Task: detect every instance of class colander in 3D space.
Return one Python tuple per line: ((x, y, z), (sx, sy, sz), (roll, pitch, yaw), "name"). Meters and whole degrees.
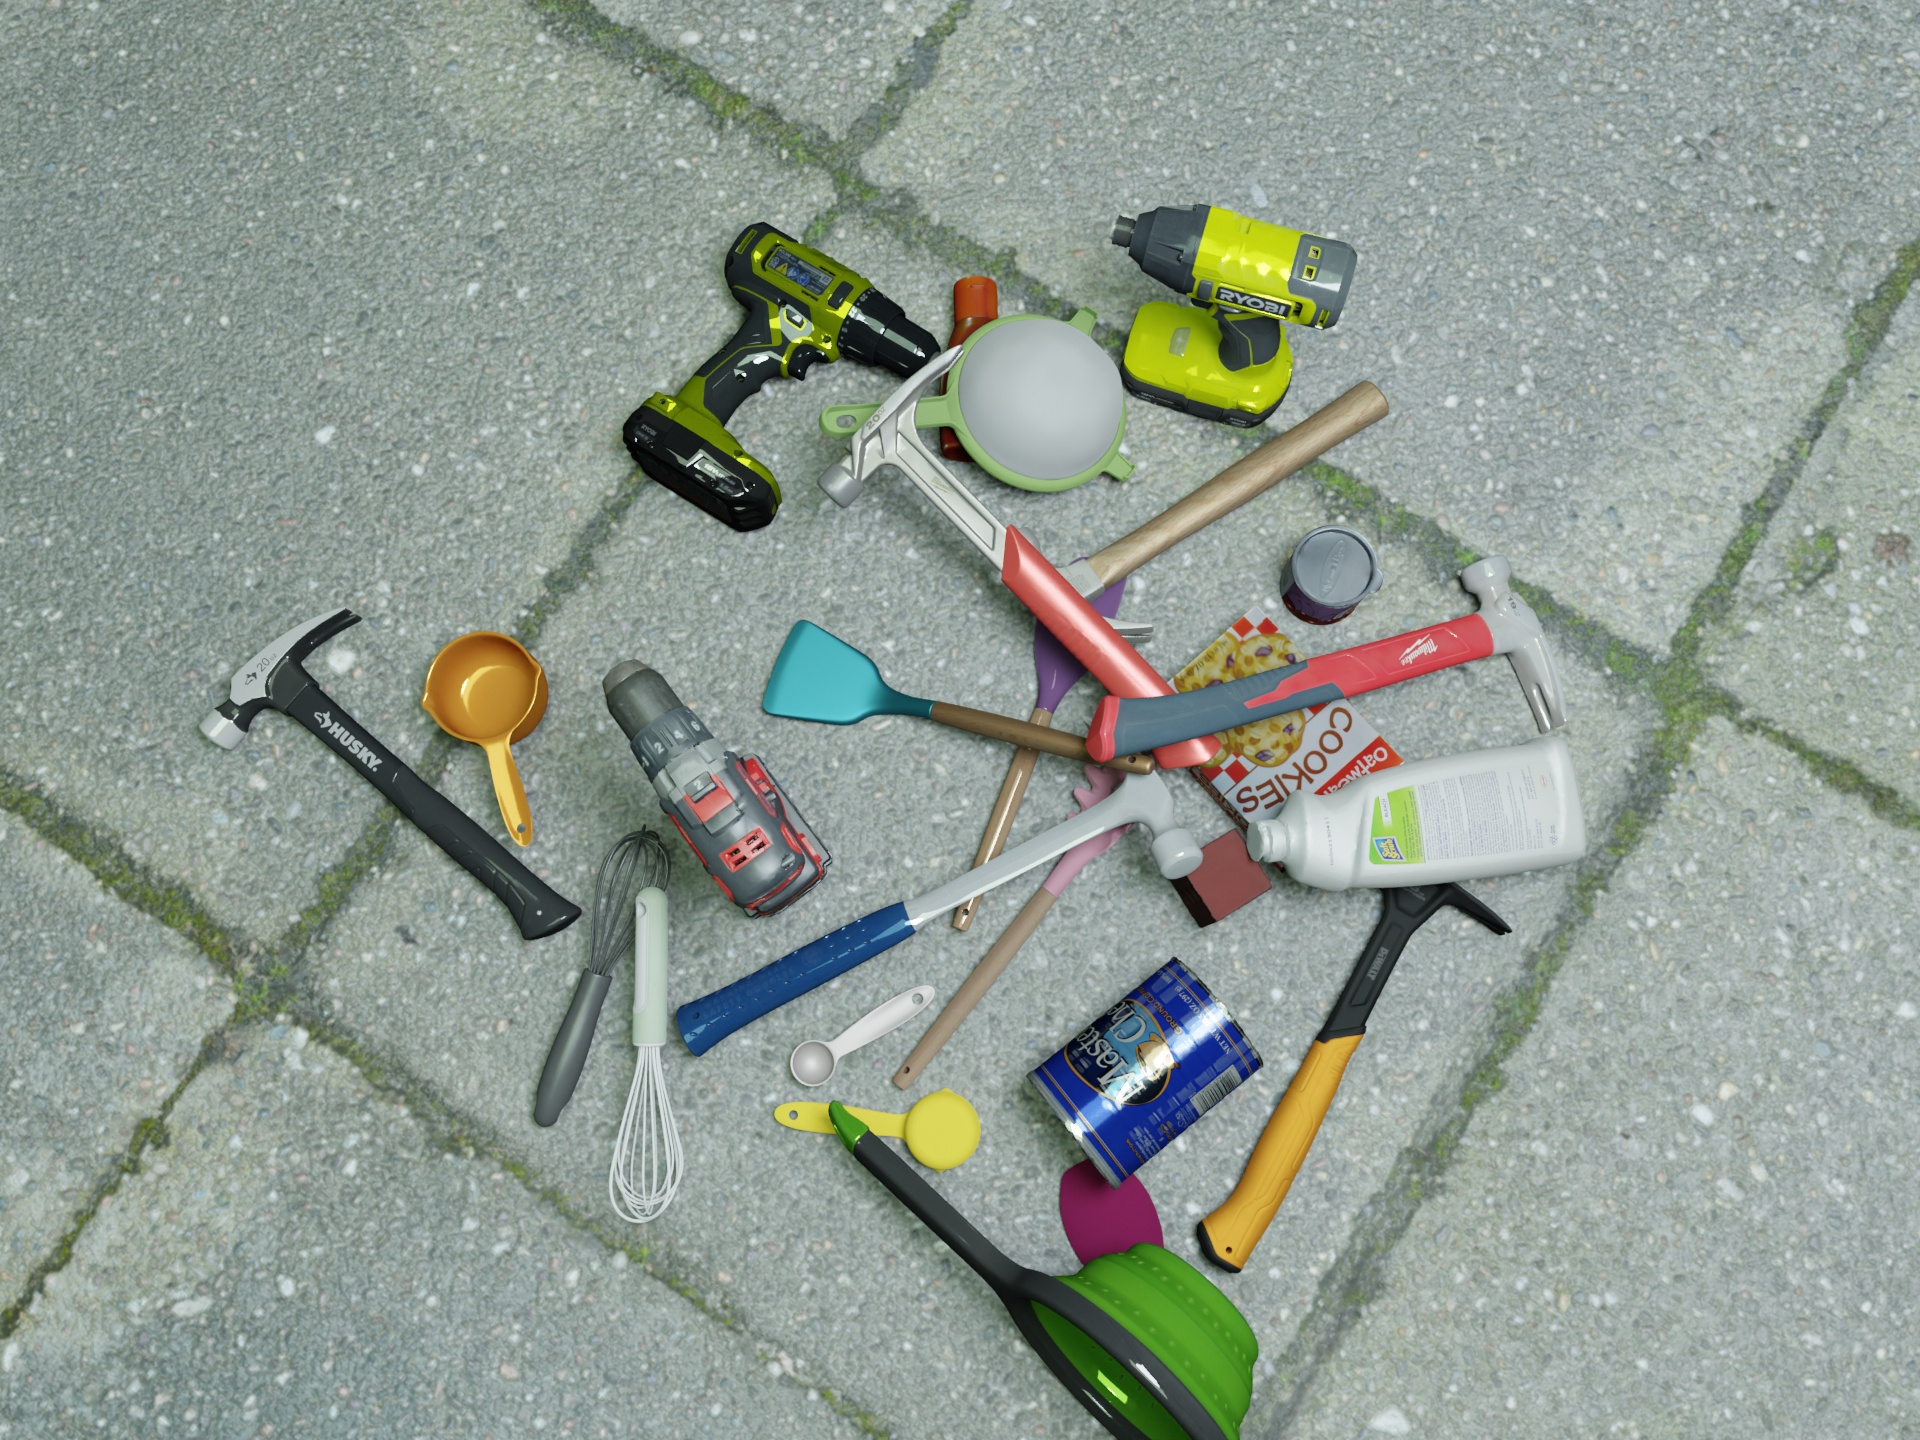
((0.074, 0.379, 1.112), (0.397, 0.204, 0.094), (38, 64, 20), "colander")

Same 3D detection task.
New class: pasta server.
((0.048, 0.150, 1.212), (0.060, 0.040, 0.316), (35, 82, 32), "pasta server")

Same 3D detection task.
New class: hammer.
((0.275, -0.016, 1.184), (0.386, 0.038, 0.143), (-15, 78, -19), "hammer")
((0.280, 0.260, 1.186), (0.127, 0.034, 0.337), (30, 81, 8), "hammer")
((-0.428, 0.052, 1.246), (0.335, 0.035, 0.146), (39, 83, 8), "hammer")
((0.067, -0.106, 1.190), (0.149, 0.037, 0.359), (-45, 90, 5), "hammer")
((-0.029, 0.137, 1.190), (0.405, 0.035, 0.144), (-28, 56, 4), "hammer")
((0.202, -0.173, 1.268), (0.331, 0.031, 0.130), (-32, 72, -7), "hammer")

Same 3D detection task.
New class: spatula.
((0.054, 0.015, 1.249), (0.060, 0.018, 0.316), (19, 79, 8), "spatula")
((-0.002, -0.004, 1.212), (0.318, 0.044, 0.082), (14, 75, 27), "spatula")

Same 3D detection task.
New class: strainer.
((0.019, -0.252, 1.229), (0.256, 0.069, 0.151), (-9, 80, -18), "strainer")

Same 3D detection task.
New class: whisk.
((-0.277, 0.193, 1.211), (0.055, 0.055, 0.239), (19, 84, 5), "whisk")
((-0.232, 0.247, 1.179), (0.059, 0.058, 0.246), (4, 85, -42), "whisk")

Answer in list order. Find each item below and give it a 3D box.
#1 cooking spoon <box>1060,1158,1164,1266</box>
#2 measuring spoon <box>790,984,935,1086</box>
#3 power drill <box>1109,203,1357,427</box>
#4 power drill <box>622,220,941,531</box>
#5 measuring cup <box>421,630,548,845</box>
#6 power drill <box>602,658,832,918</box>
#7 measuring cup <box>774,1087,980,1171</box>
((0.160, 0.470, 1.155), (0.069, 0.017, 0.319), (-25, 79, -3), "cooking spoon")
((-0.073, 0.238, 1.213), (0.124, 0.018, 0.034), (-30, 79, -11), "measuring spoon")
((0.191, -0.310, 1.205), (0.171, 0.223, 0.080), (16, 79, 5), "power drill")
((-0.144, -0.271, 1.283), (0.190, 0.080, 0.228), (32, 78, 8), "power drill")
((-0.356, 0.018, 1.243), (0.095, 0.052, 0.174), (-18, 81, -2), "measuring cup")
((-0.175, 0.054, 1.140), (0.080, 0.226, 0.188), (-36, 80, -6), "power drill")
((-0.063, 0.302, 1.188), (0.156, 0.029, 0.062), (5, 79, 0), "measuring cup")
